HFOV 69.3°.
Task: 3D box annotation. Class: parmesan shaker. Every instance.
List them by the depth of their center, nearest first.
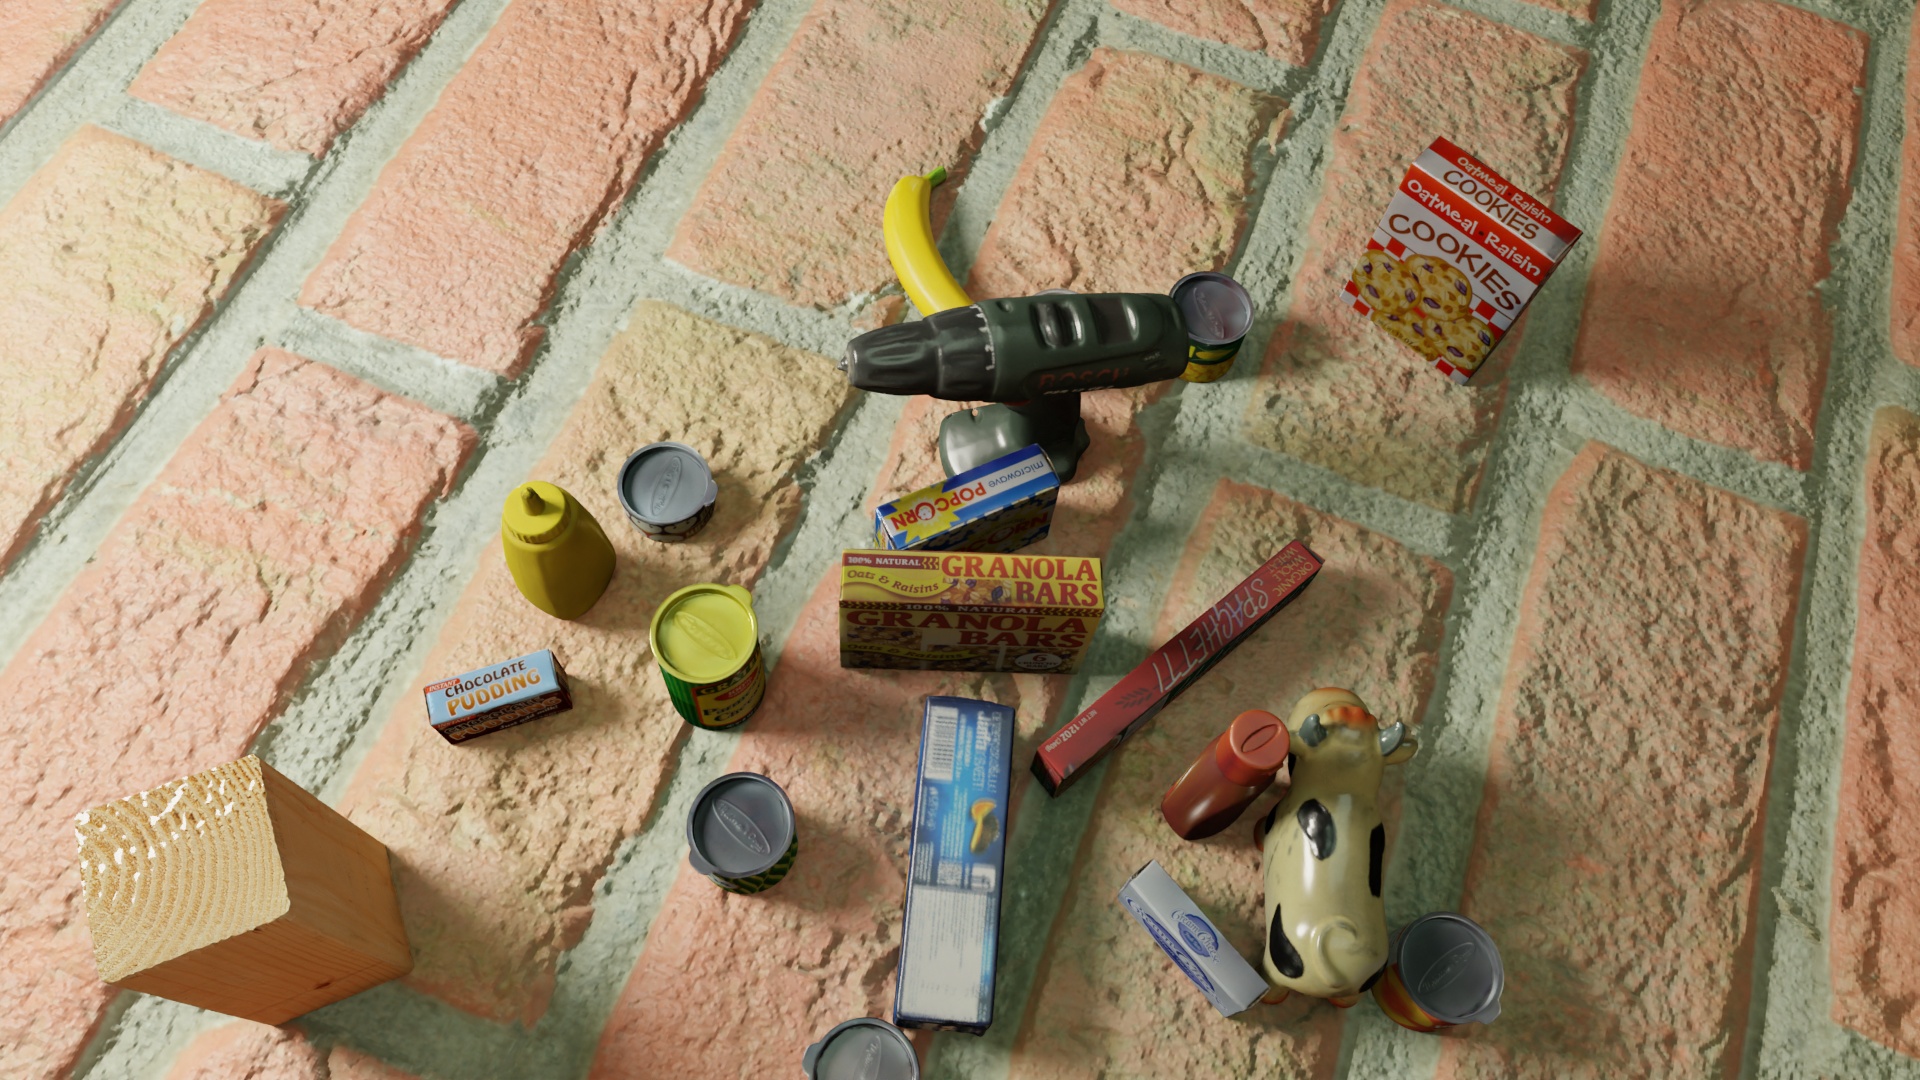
[{"bbox_3d":[-0.160,0.076,0.904,0.071,0.102,0.071,2,65,-3],"label":"parmesan shaker"}]

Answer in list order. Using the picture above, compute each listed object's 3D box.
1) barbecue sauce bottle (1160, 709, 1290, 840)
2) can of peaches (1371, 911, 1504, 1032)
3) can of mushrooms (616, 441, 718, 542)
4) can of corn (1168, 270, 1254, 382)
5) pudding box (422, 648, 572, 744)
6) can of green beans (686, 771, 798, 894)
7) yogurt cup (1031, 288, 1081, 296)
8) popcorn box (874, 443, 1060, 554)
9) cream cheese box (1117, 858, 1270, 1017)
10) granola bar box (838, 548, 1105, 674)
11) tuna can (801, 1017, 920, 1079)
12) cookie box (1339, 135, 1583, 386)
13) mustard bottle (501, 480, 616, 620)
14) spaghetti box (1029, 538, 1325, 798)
[{"bbox_3d":[0.169,0.146,0.870,0.065,0.148,0.044,-29,70,-16],"label":"barbecue sauce bottle"},{"bbox_3d":[0.298,0.273,0.869,0.071,0.057,0.071,2,65,-3],"label":"can of peaches"},{"bbox_3d":[-0.207,-0.034,0.991,0.071,0.033,0.071,2,65,-3],"label":"can of mushrooms"},{"bbox_3d":[0.184,-0.162,1.068,0.071,0.058,0.071,2,65,-3],"label":"can of corn"},{"bbox_3d":[-0.302,0.102,0.910,0.084,0.049,0.030,-16,67,-12],"label":"pudding box"},{"bbox_3d":[-0.137,0.186,0.878,0.071,0.057,0.071,2,65,-3],"label":"can of green beans"},{"bbox_3d":[0.073,-0.149,1.056,0.072,0.053,0.072,2,65,-3],"label":"yogurt cup"},{"bbox_3d":[0.003,-0.012,0.968,0.127,0.085,0.038,-22,69,-14],"label":"popcorn box"},{"bbox_3d":[0.144,0.251,0.871,0.024,0.053,0.104,-37,73,-19],"label":"cream cheese box"},{"bbox_3d":[0.004,0.048,0.918,0.166,0.123,0.039,2,65,-3],"label":"granola bar box"},{"bbox_3d":[-0.060,0.321,0.833,0.071,0.032,0.071,2,65,-3],"label":"tuna can"},{"bbox_3d":[0.369,-0.206,1.043,0.123,0.166,0.040,40,69,14],"label":"cookie box"},{"bbox_3d":[-0.265,-0.001,0.901,0.049,0.159,0.065,31,67,10],"label":"mustard bottle"},{"bbox_3d":[0.150,0.085,0.952,0.251,0.050,0.029,-36,72,-19],"label":"spaghetti box"}]
